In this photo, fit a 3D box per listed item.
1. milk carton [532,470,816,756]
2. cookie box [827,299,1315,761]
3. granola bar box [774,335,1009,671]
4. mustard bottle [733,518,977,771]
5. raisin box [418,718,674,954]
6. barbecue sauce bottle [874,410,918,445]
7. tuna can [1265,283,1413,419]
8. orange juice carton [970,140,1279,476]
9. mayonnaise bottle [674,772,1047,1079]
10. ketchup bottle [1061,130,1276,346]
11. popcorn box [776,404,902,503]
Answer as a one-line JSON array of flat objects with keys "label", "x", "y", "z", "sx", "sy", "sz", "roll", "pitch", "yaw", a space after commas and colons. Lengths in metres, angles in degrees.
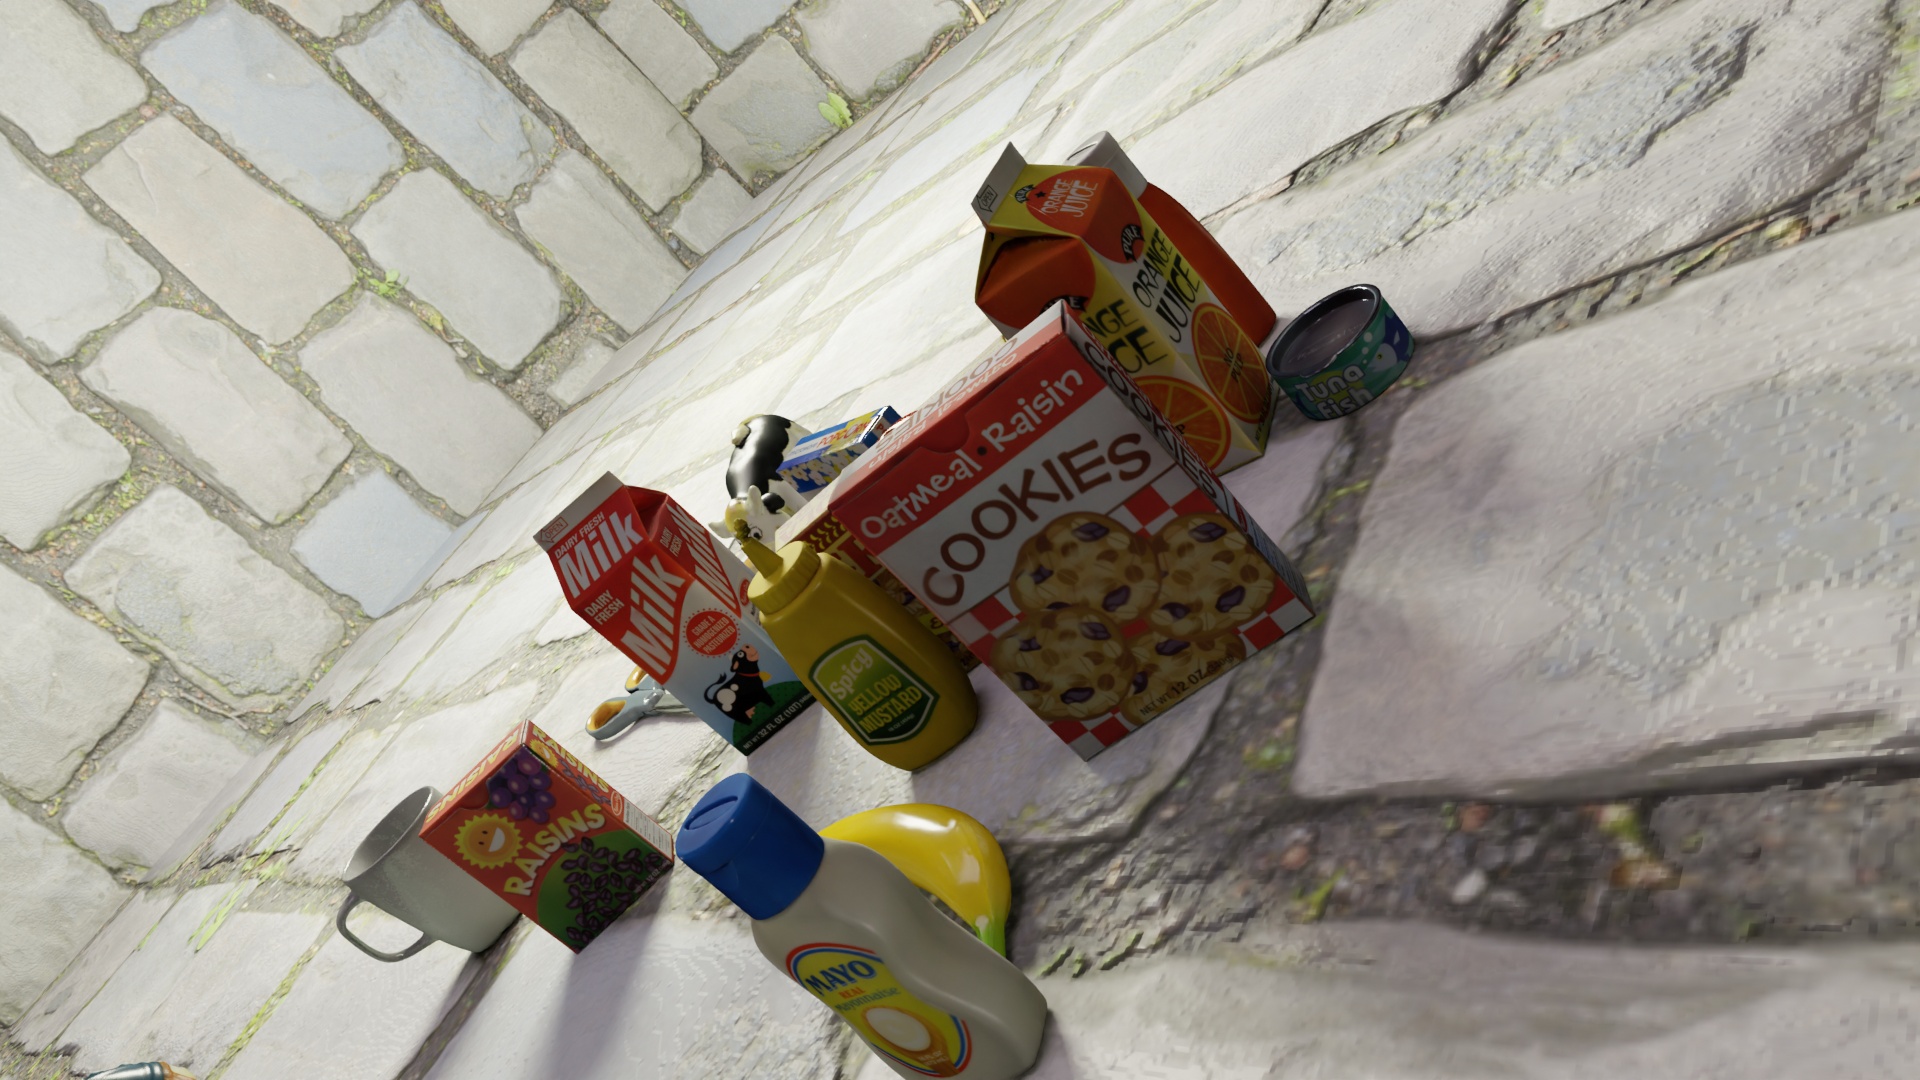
[{"label": "milk carton", "x": -0.176, "y": 0.041, "z": 0.882, "sx": 0.072, "sy": 0.190, "sz": 0.074, "roll": -39, "pitch": 21, "yaw": 14}, {"label": "cookie box", "x": 0.047, "y": 0.001, "z": 0.580, "sx": 0.122, "sy": 0.167, "sz": 0.040, "roll": -36, "pitch": 22, "yaw": 20}, {"label": "granola bar box", "x": 0.003, "y": -0.009, "z": 0.743, "sx": 0.165, "sy": 0.124, "sz": 0.039, "roll": -40, "pitch": 21, "yaw": 10}, {"label": "mustard bottle", "x": -0.060, "y": 0.048, "z": 0.699, "sx": 0.065, "sy": 0.160, "sz": 0.049, "roll": -38, "pitch": 22, "yaw": 17}, {"label": "raisin box", "x": -0.249, "y": 0.181, "z": 0.844, "sx": 0.086, "sy": 0.123, "sz": 0.040, "roll": -43, "pitch": 21, "yaw": 4}, {"label": "barbecue sauce bottle", "x": 0.019, "y": 0.002, "z": 0.659, "sx": 0.044, "sy": 0.148, "sz": 0.065, "roll": -46, "pitch": 21, "yaw": -4}, {"label": "tuna can", "x": 0.188, "y": -0.092, "z": 0.689, "sx": 0.071, "sy": 0.032, "sz": 0.071, "roll": -37, "pitch": 22, "yaw": 18}, {"label": "orange juice carton", "x": 0.077, "y": -0.117, "z": 0.715, "sx": 0.073, "sy": 0.192, "sz": 0.072, "roll": -27, "pitch": 27, "yaw": 39}, {"label": "mayonnaise bottle", "x": -0.037, "y": 0.142, "z": 0.495, "sx": 0.064, "sy": 0.148, "sz": 0.041, "roll": -30, "pitch": 25, "yaw": 34}, {"label": "ketchup bottle", "x": 0.116, "y": -0.167, "z": 0.800, "sx": 0.044, "sy": 0.148, "sz": 0.064, "roll": -53, "pitch": 22, "yaw": -22}, {"label": "popcorn box", "x": -0.064, "y": -0.043, "z": 0.984, "sx": 0.126, "sy": 0.085, "sz": 0.038, "roll": -12, "pitch": 38, "yaw": 55}]
